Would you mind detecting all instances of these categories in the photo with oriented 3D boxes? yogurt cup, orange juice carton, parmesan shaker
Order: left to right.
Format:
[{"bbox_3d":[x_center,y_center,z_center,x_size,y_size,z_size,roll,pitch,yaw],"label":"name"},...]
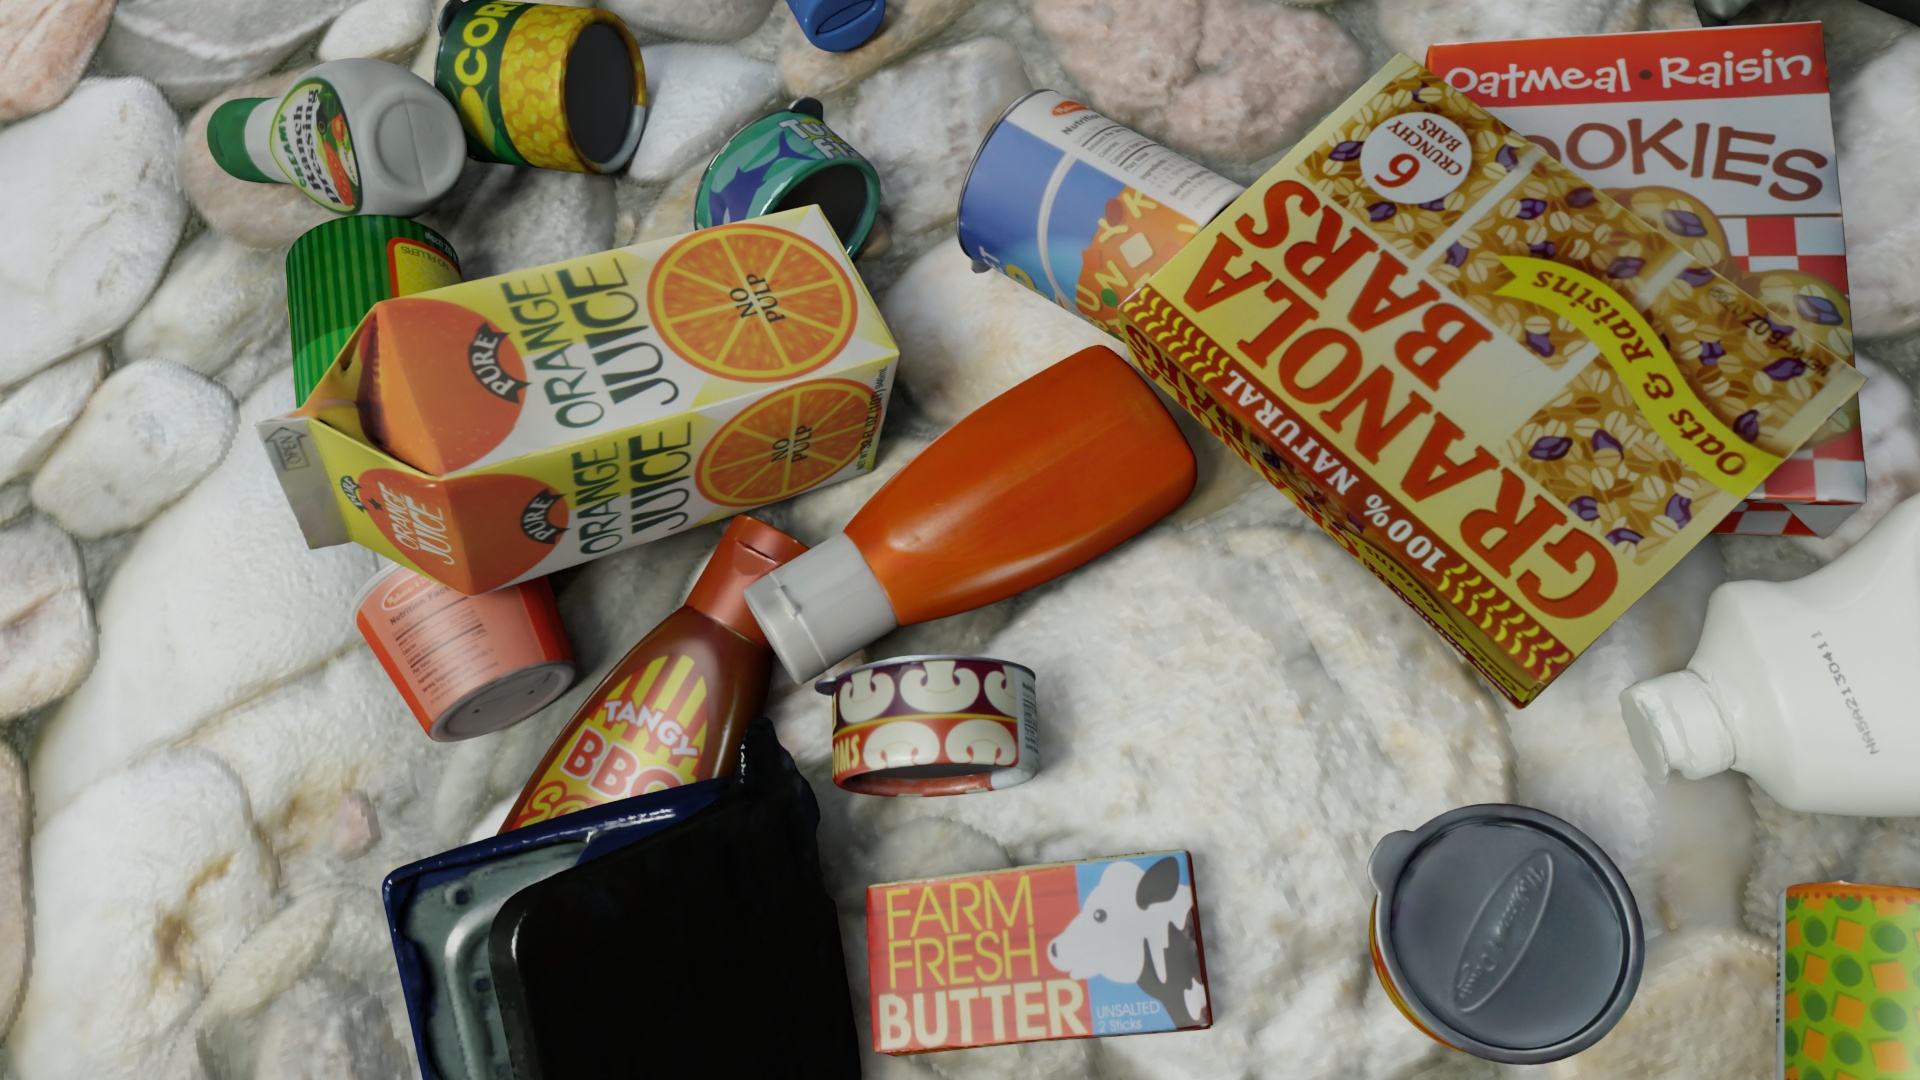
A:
[{"bbox_3d":[-0.223,-0.067,0.535,0.071,0.071,0.103,-19,67,6],"label":"parmesan shaker"},{"bbox_3d":[-0.172,0.035,0.491,0.072,0.072,0.054,-31,75,1],"label":"yogurt cup"},{"bbox_3d":[-0.124,-0.043,0.462,0.193,0.071,0.073,-19,64,-22],"label":"orange juice carton"}]

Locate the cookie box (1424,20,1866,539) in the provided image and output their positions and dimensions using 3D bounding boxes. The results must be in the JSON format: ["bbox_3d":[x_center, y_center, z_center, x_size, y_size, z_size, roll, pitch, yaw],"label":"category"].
[{"bbox_3d":[0.215,-0.086,0.456,0.123,0.040,0.168,2,72,15],"label":"cookie box"}]

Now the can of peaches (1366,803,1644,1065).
[{"bbox_3d":[0.148,0.109,0.390,0.071,0.058,0.071,-5,70,13],"label":"can of peaches"}]

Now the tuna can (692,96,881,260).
[{"bbox_3d":[-0.063,-0.127,0.521,0.071,0.071,0.033,-44,69,-5],"label":"tuna can"}]

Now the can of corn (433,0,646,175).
[{"bbox_3d":[-0.170,-0.187,0.567,0.058,0.071,0.071,11,73,16],"label":"can of corn"}]

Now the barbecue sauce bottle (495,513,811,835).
[{"bbox_3d":[-0.098,0.063,0.473,0.065,0.043,0.149,26,78,12],"label":"barbecue sauce bottle"}]

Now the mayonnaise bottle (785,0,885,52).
[{"bbox_3d":[-0.077,-0.271,0.591,0.065,0.041,0.148,-28,66,1],"label":"mayonnaise bottle"}]

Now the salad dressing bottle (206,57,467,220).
[{"bbox_3d":[-0.262,-0.165,0.574,0.148,0.064,0.044,14,29,39],"label":"salad dressing bottle"}]

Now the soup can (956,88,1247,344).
[{"bbox_3d":[0.050,-0.109,0.490,0.084,0.071,0.071,34,81,21],"label":"soup can"}]

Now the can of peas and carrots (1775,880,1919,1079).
[{"bbox_3d":[0.249,0.123,0.355,0.071,0.070,0.059,6,72,16],"label":"can of peas and carrots"}]

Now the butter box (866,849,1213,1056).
[{"bbox_3d":[0.023,0.128,0.431,0.103,0.024,0.053,-9,68,10],"label":"butter box"}]

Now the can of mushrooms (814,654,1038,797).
[{"bbox_3d":[-0.011,0.060,0.440,0.071,0.071,0.033,-7,71,11],"label":"can of mushrooms"}]

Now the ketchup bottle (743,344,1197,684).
[{"bbox_3d":[0.002,-0.006,0.459,0.149,0.043,0.065,-30,66,-12],"label":"ketchup bottle"}]

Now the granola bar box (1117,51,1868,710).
[{"bbox_3d":[0.149,-0.052,0.415,0.124,0.039,0.166,-42,67,-3],"label":"granola bar box"}]
